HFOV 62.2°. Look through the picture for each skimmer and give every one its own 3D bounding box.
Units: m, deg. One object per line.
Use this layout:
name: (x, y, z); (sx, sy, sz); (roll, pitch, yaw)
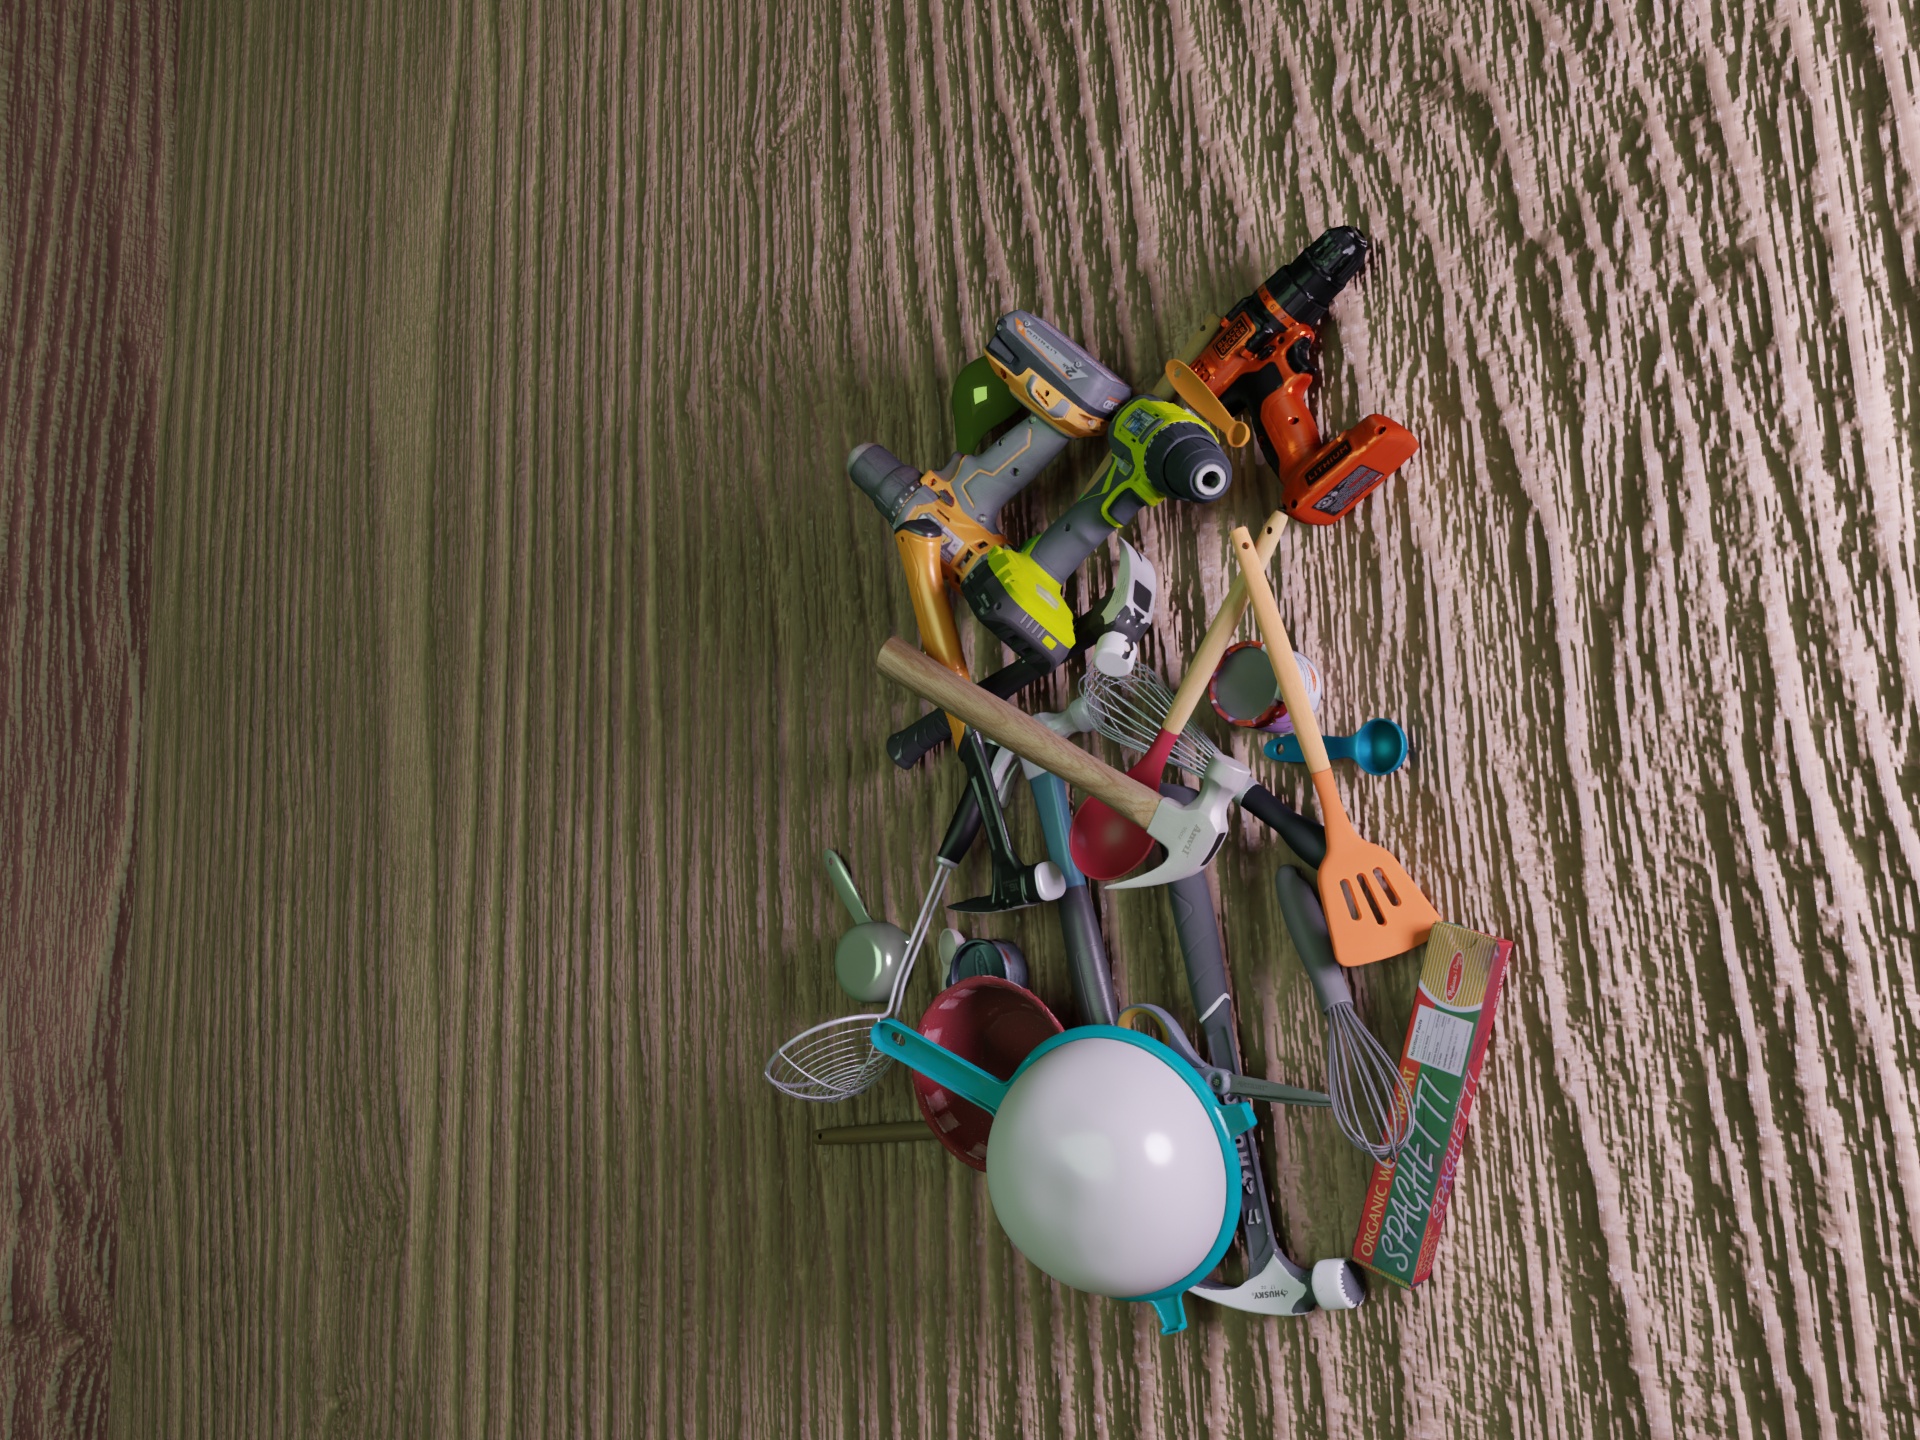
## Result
skimmer: (-0.058, 0.173, 1.407); (0.090, 0.127, 0.363); (19, 84, 37)

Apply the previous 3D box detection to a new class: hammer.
hammer: (0.061, 0.021, 1.242); (0.331, 0.031, 0.130); (31, 106, 29)
hammer: (0.196, 0.243, 1.221); (0.149, 0.036, 0.409); (-24, 68, 39)
hammer: (0.096, 0.153, 1.323); (0.128, 0.033, 0.331); (-25, 68, 36)
hammer: (0.043, -0.038, 1.370); (0.334, 0.035, 0.146); (-32, 29, 44)
hammer: (-0.002, -0.004, 1.336); (0.127, 0.034, 0.337); (-20, 84, 51)

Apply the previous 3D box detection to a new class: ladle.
ladle: (0.002, -0.175, 1.457); (0.078, 0.062, 0.320); (23, 107, 44)
ladle: (0.169, -0.016, 1.206); (0.069, 0.031, 0.315); (35, 110, 27)

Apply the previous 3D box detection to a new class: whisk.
whisk: (0.266, 0.203, 1.132); (0.055, 0.055, 0.239); (-40, 45, 31)
whisk: (0.196, 0.035, 1.236); (0.285, 0.070, 0.070); (39, 111, 33)

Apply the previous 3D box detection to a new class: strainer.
strainer: (0.045, 0.318, 1.218); (0.341, 0.095, 0.211); (23, 105, 30)

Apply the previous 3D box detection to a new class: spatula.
spatula: (0.254, 0.013, 1.142); (0.081, 0.041, 0.322); (-19, 88, -2)

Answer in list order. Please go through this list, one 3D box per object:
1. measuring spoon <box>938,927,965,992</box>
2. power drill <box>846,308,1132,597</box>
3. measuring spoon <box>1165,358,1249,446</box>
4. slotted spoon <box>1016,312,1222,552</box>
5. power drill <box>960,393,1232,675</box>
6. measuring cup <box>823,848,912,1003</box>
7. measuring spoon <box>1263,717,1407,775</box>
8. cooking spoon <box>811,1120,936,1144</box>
measuring spoon: (-0.006, 0.247, 1.419); (0.034, 0.018, 0.124); (4, 94, 63)
power drill: (0.016, -0.239, 1.364); (0.185, 0.084, 0.226); (43, 110, 19)
measuring spoon: (0.193, -0.248, 1.240); (0.021, 0.011, 0.117); (-59, 44, 28)
slotted spoon: (0.124, -0.212, 1.354); (0.313, 0.031, 0.070); (-54, 49, 21)
power drill: (0.111, -0.149, 1.244); (0.228, 0.080, 0.191); (-47, 21, 10)
measuring cup: (-0.103, 0.190, 1.495); (0.083, 0.038, 0.168); (-45, 59, 28)
measuring spoon: (0.282, 0.021, 1.189); (0.129, 0.021, 0.042); (-3, 83, 51)
cooking spoon: (-0.020, 0.362, 1.411); (0.319, 0.017, 0.069); (-16, 70, 39)
